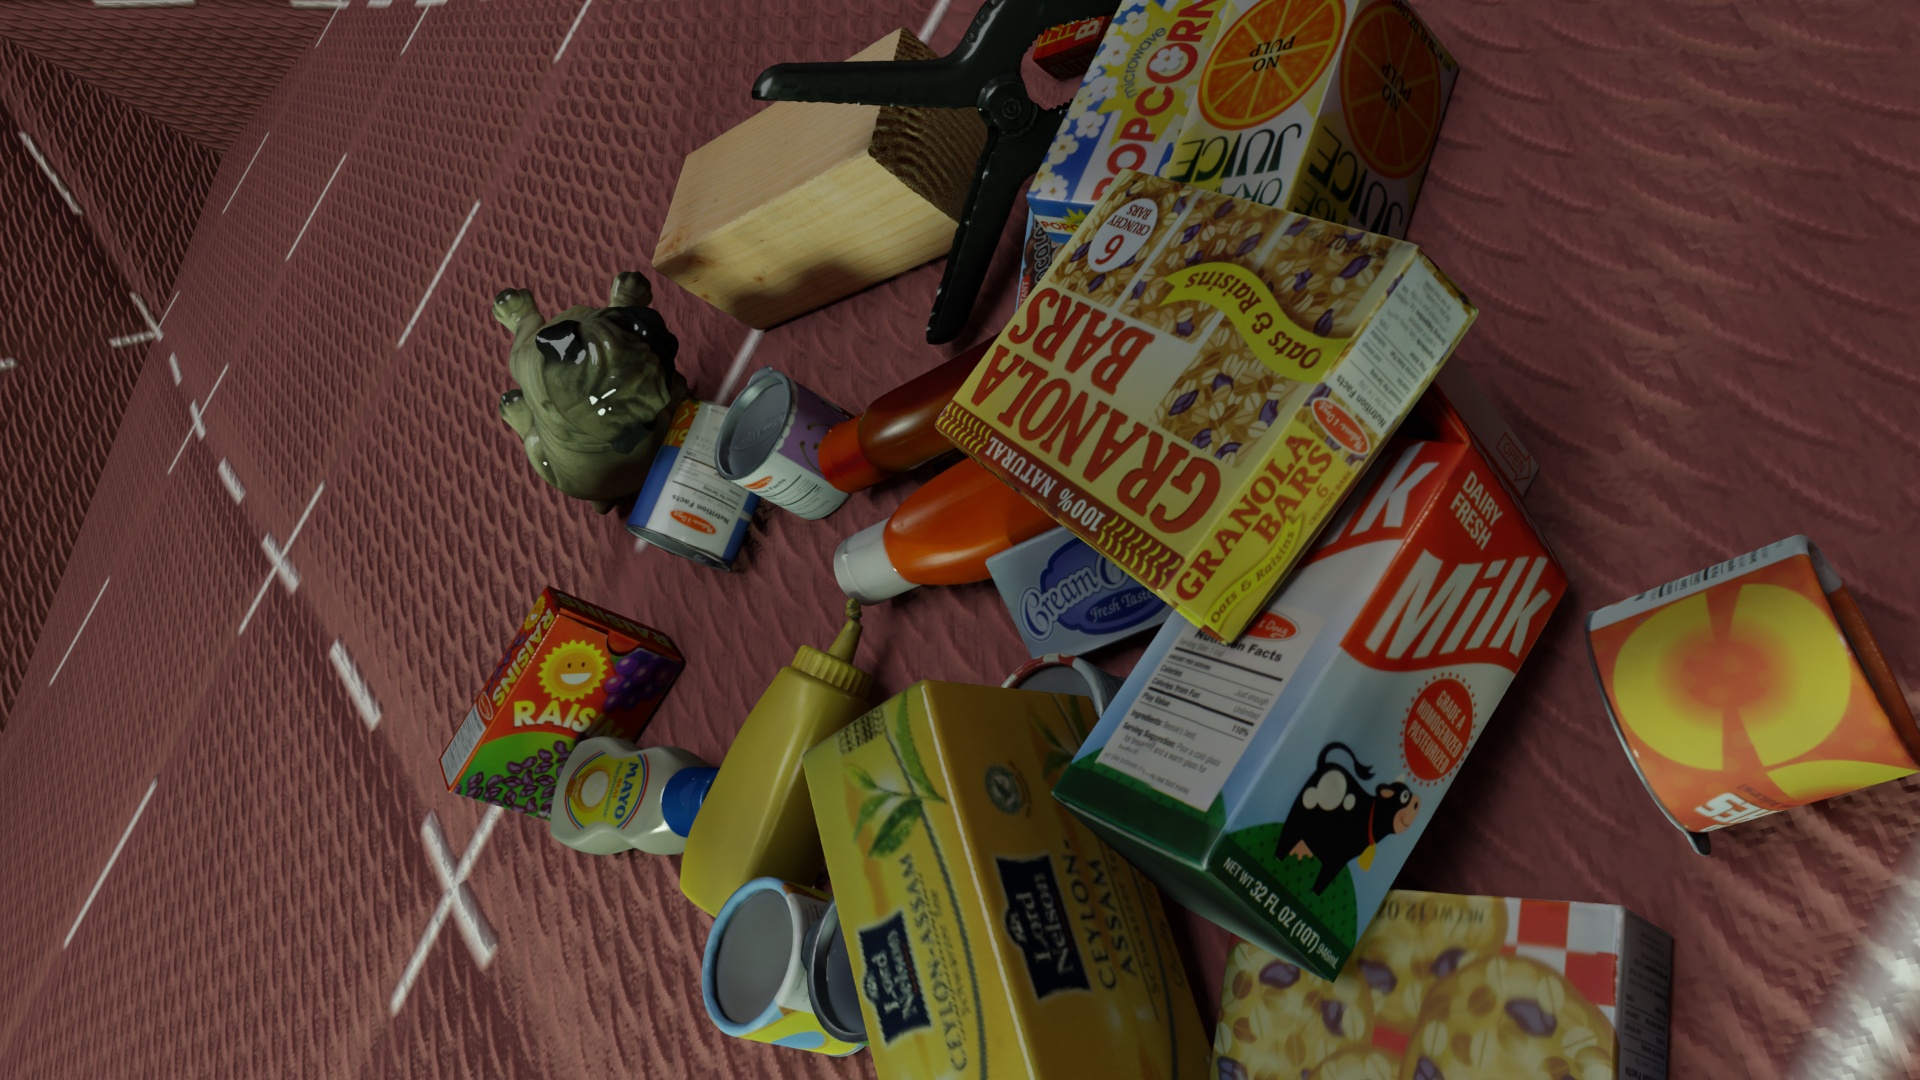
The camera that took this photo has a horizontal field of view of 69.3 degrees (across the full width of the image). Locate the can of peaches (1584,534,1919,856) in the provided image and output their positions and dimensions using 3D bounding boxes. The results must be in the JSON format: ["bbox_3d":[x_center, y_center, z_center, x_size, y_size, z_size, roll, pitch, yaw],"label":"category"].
[{"bbox_3d":[0.211,0.041,0.369,0.058,0.071,0.071,-30,48,33],"label":"can of peaches"}]

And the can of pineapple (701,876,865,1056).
[{"bbox_3d":[-0.070,0.183,0.596,0.071,0.058,0.071,-26,50,36],"label":"can of pineapple"}]

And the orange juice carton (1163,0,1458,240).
[{"bbox_3d":[0.127,-0.127,0.561,0.073,0.072,0.193,7,72,50],"label":"orange juice carton"}]

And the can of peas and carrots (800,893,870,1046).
[{"bbox_3d":[-0.019,0.168,0.548,0.070,0.058,0.071,-27,49,36],"label":"can of peas and carrots"}]

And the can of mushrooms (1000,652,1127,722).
[{"bbox_3d":[0.040,0.082,0.558,0.071,0.033,0.071,-25,51,36],"label":"can of mushrooms"}]

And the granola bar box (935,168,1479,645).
[{"bbox_3d":[0.072,-0.054,0.468,0.124,0.039,0.166,-53,32,3],"label":"granola bar box"}]

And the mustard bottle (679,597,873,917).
[{"bbox_3d":[-0.078,0.103,0.662,0.065,0.049,0.160,16,79,49],"label":"mustard bottle"}]

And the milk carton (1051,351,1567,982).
[{"bbox_3d":[0.122,0.029,0.437,0.191,0.072,0.073,-55,30,-14],"label":"milk carton"}]

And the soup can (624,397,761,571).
[{"bbox_3d":[-0.150,-0.032,0.815,0.071,0.071,0.084,7,72,50],"label":"soup can"}]

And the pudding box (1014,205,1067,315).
[{"bbox_3d":[0.057,-0.140,0.680,0.049,0.030,0.084,-15,56,43],"label":"pudding box"}]

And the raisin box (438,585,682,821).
[{"bbox_3d":[-0.231,0.098,0.805,0.123,0.086,0.040,-57,37,4],"label":"raisin box"}]

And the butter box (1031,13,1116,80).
[{"bbox_3d":[0.079,-0.307,0.766,0.053,0.024,0.104,3,69,49],"label":"butter box"}]

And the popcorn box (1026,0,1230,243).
[{"bbox_3d":[0.095,-0.192,0.637,0.085,0.038,0.127,15,72,34],"label":"popcorn box"}]

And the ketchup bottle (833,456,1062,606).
[{"bbox_3d":[0.002,-0.008,0.647,0.148,0.043,0.065,-24,43,38],"label":"ketchup bottle"}]

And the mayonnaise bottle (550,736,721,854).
[{"bbox_3d":[-0.164,0.138,0.742,0.148,0.041,0.065,-8,61,46],"label":"mayonnaise bottle"}]

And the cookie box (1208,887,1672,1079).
[{"bbox_3d":[0.127,0.186,0.391,0.122,0.040,0.168,-9,60,45],"label":"cookie box"}]

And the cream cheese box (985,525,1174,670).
[{"bbox_3d":[0.063,0.012,0.561,0.103,0.024,0.053,-25,91,36],"label":"cream cheese box"}]

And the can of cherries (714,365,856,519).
[{"bbox_3d":[-0.093,-0.054,0.770,0.071,0.058,0.072,-27,49,36],"label":"can of cherries"}]

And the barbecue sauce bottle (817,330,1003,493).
[{"bbox_3d":[-0.015,-0.061,0.692,0.148,0.043,0.065,-21,16,46],"label":"barbecue sauce bottle"}]
